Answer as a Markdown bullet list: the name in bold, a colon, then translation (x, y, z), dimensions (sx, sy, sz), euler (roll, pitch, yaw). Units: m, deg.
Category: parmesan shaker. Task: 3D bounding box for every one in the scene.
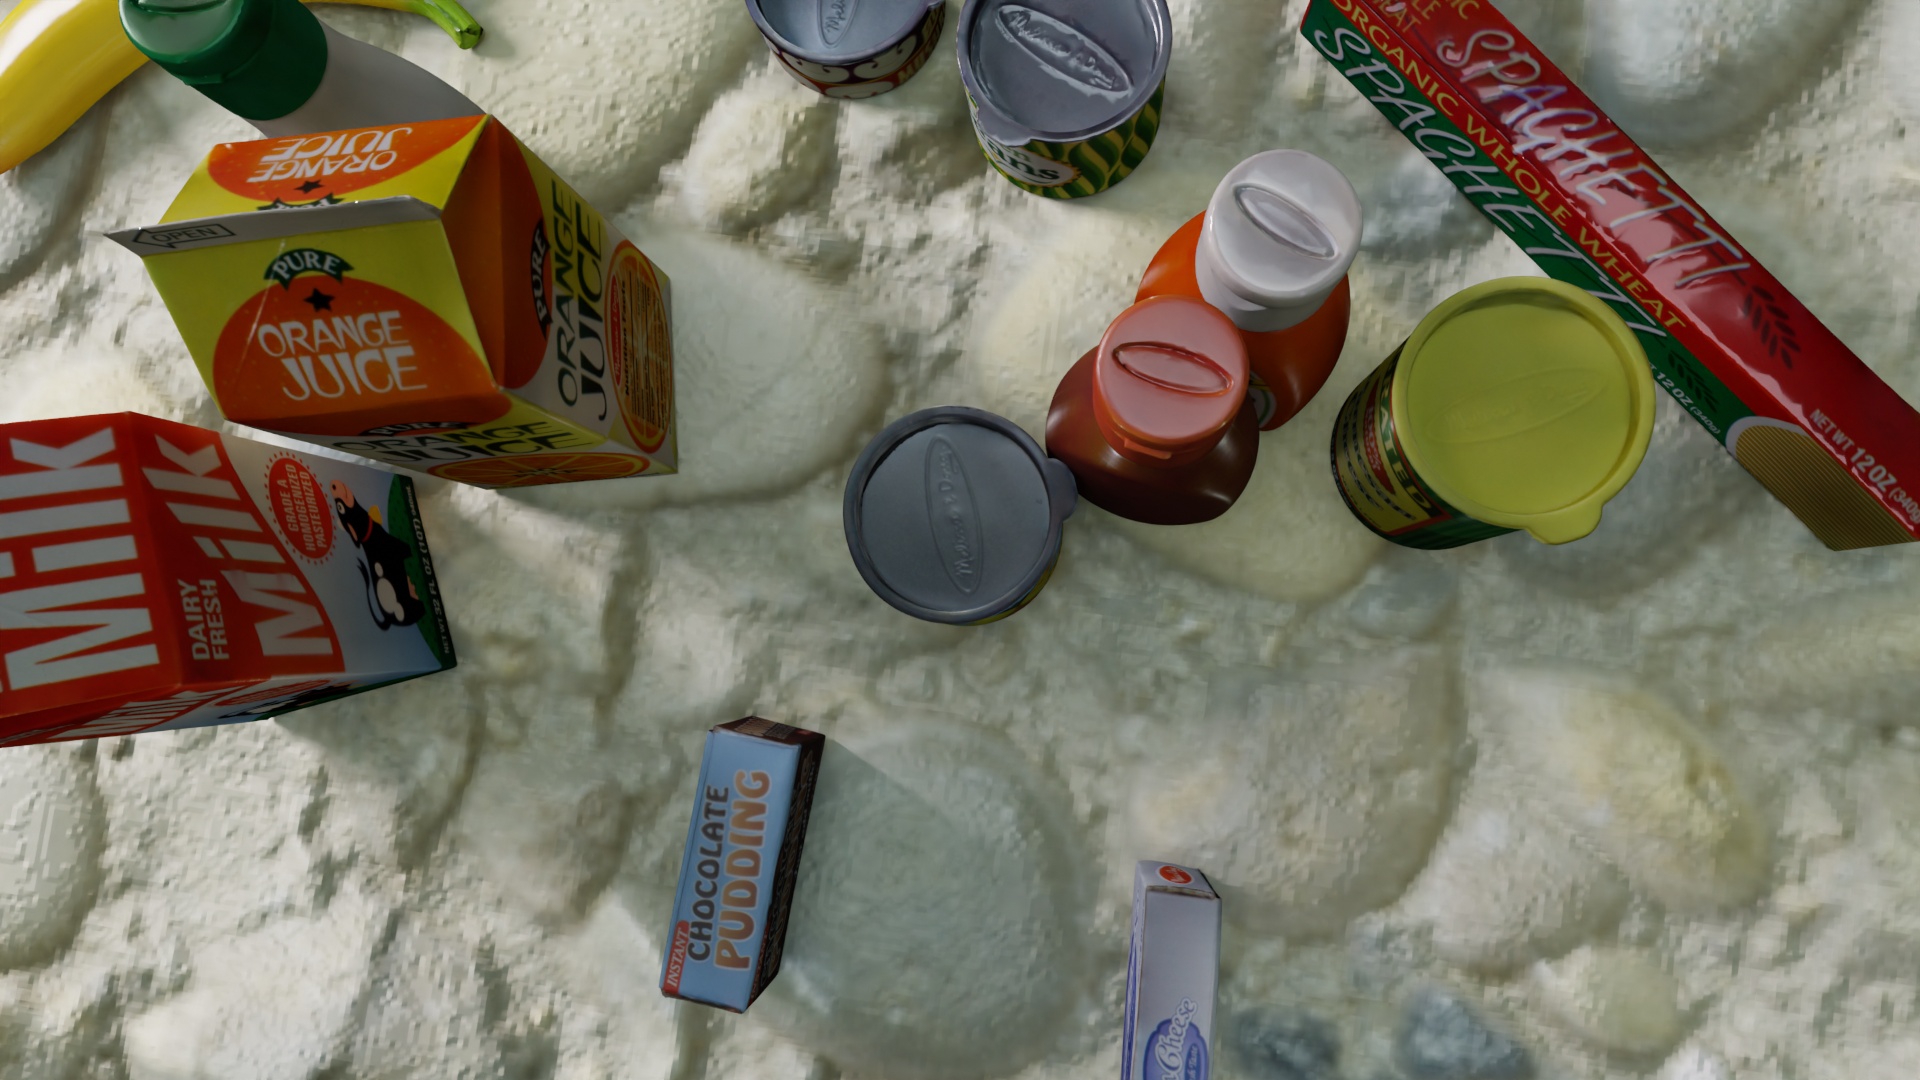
- **parmesan shaker**: translation (0.150, -0.030, 0.408), dimensions (0.071, 0.103, 0.071), euler (0, 85, 5)

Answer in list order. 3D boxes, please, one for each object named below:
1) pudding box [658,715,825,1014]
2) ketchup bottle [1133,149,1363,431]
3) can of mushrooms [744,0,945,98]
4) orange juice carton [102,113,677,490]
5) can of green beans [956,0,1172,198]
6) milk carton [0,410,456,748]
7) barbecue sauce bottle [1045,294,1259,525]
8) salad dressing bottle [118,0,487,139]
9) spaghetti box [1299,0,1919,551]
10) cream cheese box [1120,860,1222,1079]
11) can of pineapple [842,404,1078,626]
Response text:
- **pudding box**: translation (-0.069, 0.100, 0.442), dimensions (0.030, 0.049, 0.083), euler (10, 86, 6)
- **ketchup bottle**: translation (0.082, -0.069, 0.395), dimensions (0.065, 0.148, 0.043), euler (35, 89, 7)
- **can of mushrooms**: translation (-0.036, -0.187, 0.474), dimensions (0.071, 0.033, 0.071), euler (0, 85, 5)
- **orange juice carton**: translation (-0.142, -0.062, 0.391), dimensions (0.072, 0.192, 0.073), euler (-5, 85, 5)
- **can of green beans**: translation (0.034, -0.151, 0.452), dimensions (0.071, 0.058, 0.071), euler (0, 85, 5)
- **milk carton**: translation (-0.225, 0.014, 0.393), dimensions (0.073, 0.190, 0.072), euler (-16, 84, 4)
- **barbecue sauce bottle**: translation (0.055, -0.033, 0.394), dimensions (0.065, 0.148, 0.043), euler (18, 87, 6)
- **salad dressing bottle**: translation (-0.190, -0.132, 0.425), dimensions (0.064, 0.147, 0.044), euler (-2, 85, 5)
- **spaghetti box**: translation (0.205, -0.097, 0.437), dimensions (0.028, 0.050, 0.250), euler (-43, 83, 1)
- **cream cheese box**: translation (0.063, 0.154, 0.424), dimensions (0.024, 0.053, 0.104), euler (4, 85, 5)
- **can of pineapple**: translation (0.002, -0.006, 0.442), dimensions (0.071, 0.058, 0.071), euler (0, 85, 5)
